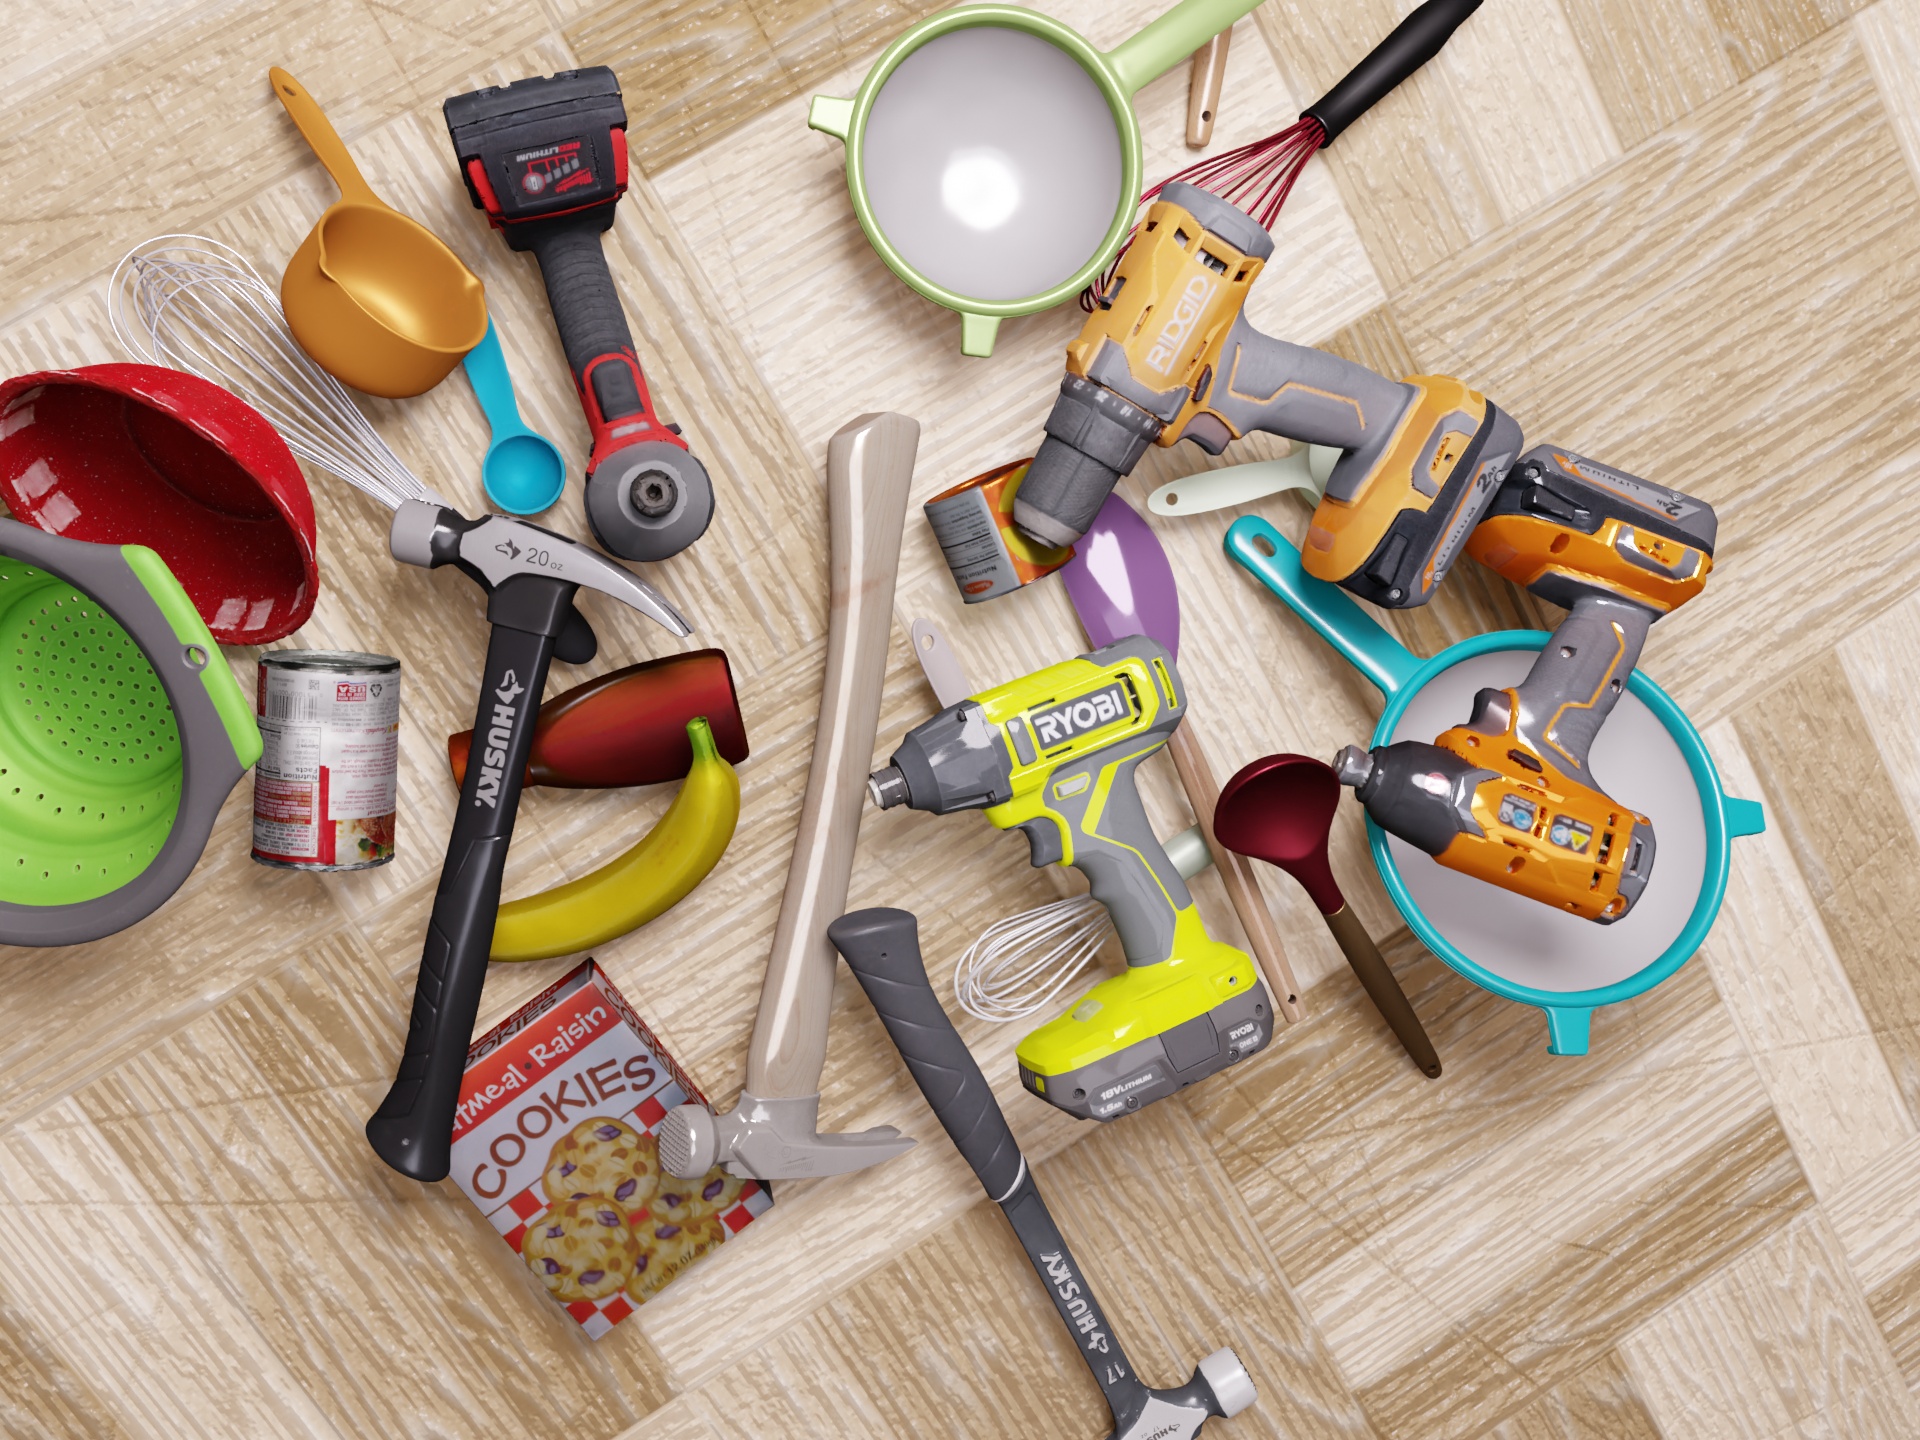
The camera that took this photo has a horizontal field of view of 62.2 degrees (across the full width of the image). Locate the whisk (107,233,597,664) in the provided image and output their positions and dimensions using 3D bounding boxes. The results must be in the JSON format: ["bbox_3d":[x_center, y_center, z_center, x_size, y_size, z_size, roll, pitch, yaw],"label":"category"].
[{"bbox_3d":[-0.289,-0.126,0.787,0.284,0.070,0.070,43,88,-20],"label":"whisk"}]

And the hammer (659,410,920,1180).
[{"bbox_3d":[-0.060,0.042,0.856,0.146,0.038,0.410,8,92,-35],"label":"hammer"}]

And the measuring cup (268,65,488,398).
[{"bbox_3d":[-0.300,-0.232,0.766,0.052,0.095,0.174,-38,80,30],"label":"measuring cup"}]

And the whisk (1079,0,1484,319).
[{"bbox_3d":[0.177,-0.305,0.854,0.296,0.073,0.073,-42,104,-8],"label":"whisk"}]

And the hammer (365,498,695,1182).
[{"bbox_3d":[-0.233,0.069,0.784,0.146,0.035,0.334,14,98,-2],"label":"hammer"}]

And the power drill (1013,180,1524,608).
[{"bbox_3d":[0.150,-0.136,0.812,0.226,0.084,0.185,27,100,-20],"label":"power drill"}]

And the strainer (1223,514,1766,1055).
[{"bbox_3d":[0.270,0.017,0.913,0.340,0.095,0.211,44,73,7],"label":"strainer"}]

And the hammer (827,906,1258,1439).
[{"bbox_3d":[0.030,0.274,0.897,0.149,0.036,0.408,-29,110,-6],"label":"hammer"}]

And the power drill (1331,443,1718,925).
[{"bbox_3d":[0.296,-0.025,0.838,0.164,0.084,0.226,20,76,-1],"label":"power drill"}]

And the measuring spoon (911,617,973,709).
[{"bbox_3d":[-0.001,-0.003,0.873,0.034,0.018,0.124,-37,114,-26],"label":"measuring spoon"}]

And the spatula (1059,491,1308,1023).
[{"bbox_3d":[0.129,0.021,0.886,0.060,0.018,0.316,-22,90,-5],"label":"spatula"}]

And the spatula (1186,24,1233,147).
[{"bbox_3d":[0.152,-0.465,0.831,0.082,0.044,0.317,5,98,-16],"label":"spatula"}]

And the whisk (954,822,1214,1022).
[{"bbox_3d":[0.102,0.093,0.906,0.246,0.059,0.057,-32,140,-9],"label":"whisk"}]

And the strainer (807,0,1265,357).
[{"bbox_3d":[0.055,-0.312,0.821,0.256,0.069,0.151,-37,101,-5],"label":"strainer"}]

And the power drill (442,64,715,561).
[{"bbox_3d":[-0.172,-0.182,0.757,0.078,0.143,0.219,-17,99,-11],"label":"power drill"}]

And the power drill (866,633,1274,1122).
[{"bbox_3d":[0.060,0.085,0.834,0.171,0.080,0.223,-21,93,-15],"label":"power drill"}]

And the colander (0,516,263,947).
[{"bbox_3d":[-0.501,0.022,0.757,0.397,0.094,0.204,-20,106,10],"label":"colander"}]

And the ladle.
[{"bbox_3d":[0.217,0.117,0.883,0.069,0.031,0.315,-29,128,10],"label":"ladle"}]

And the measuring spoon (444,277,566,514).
[{"bbox_3d":[-0.236,-0.167,0.813,0.042,0.021,0.128,-19,93,-1],"label":"measuring spoon"}]

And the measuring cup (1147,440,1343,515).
[{"bbox_3d":[0.180,-0.139,0.890,0.167,0.038,0.083,-14,101,-7],"label":"measuring cup"}]
